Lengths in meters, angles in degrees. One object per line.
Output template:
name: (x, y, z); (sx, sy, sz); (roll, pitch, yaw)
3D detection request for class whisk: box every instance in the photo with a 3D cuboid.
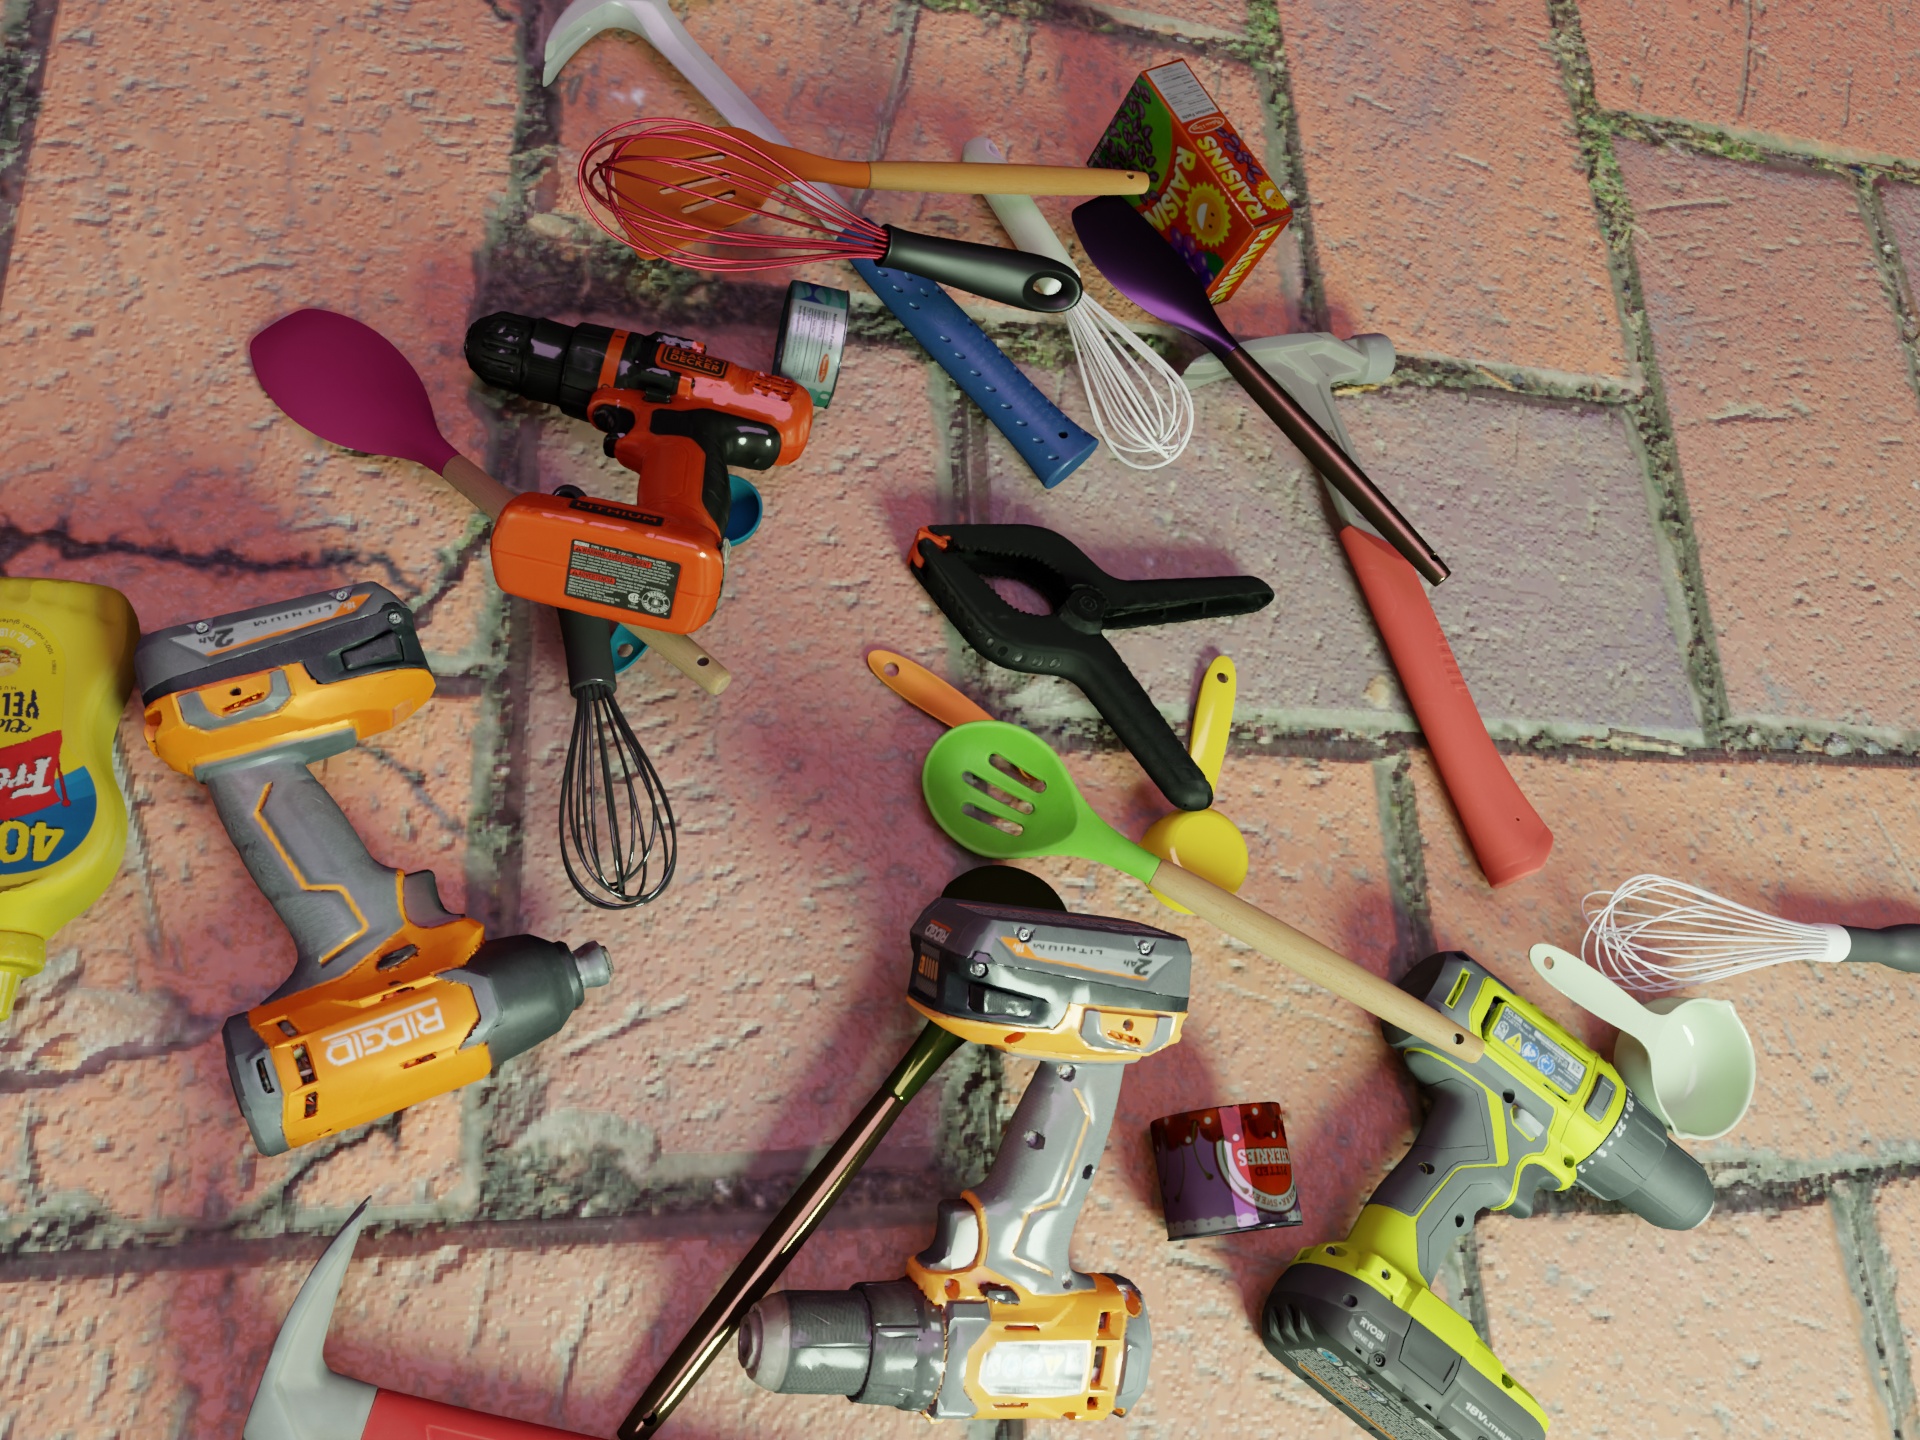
whisk: (-0.178, -0.017, 0.783); (0.055, 0.055, 0.239); (-5, 64, -19)
whisk: (0.065, -0.256, 0.960); (0.057, 0.059, 0.246); (-5, 61, -58)
whisk: (0.481, 0.127, 0.929); (0.284, 0.070, 0.070); (5, 68, -20)
whisk: (-0.059, -0.261, 0.858); (0.295, 0.073, 0.073); (6, 67, -28)

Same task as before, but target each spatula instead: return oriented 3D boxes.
spatula: (0.176, -0.198, 0.943); (0.060, 0.018, 0.316); (-35, 78, -30)
spatula: (-0.035, -0.310, 0.921); (0.322, 0.041, 0.081); (-7, 72, -24)

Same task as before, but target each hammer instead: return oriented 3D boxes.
hammer: (0.252, -0.071, 0.946); (0.149, 0.036, 0.359); (-12, 73, -21)
hammer: (-0.076, -0.292, 0.933); (0.144, 0.035, 0.405); (-40, 85, -26)
hammer: (-0.097, 0.318, 0.670); (0.386, 0.038, 0.143); (19, 82, -12)

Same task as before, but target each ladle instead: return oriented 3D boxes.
ladle: (-0.051, 0.198, 0.751); (0.078, 0.062, 0.320); (43, 70, -8)

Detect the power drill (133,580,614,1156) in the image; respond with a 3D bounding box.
power drill: (-0.263, 0.058, 0.715); (0.164, 0.084, 0.226); (-17, 79, -23)

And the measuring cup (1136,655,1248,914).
measuring cup: (0.138, 0.029, 0.874); (0.062, 0.029, 0.157); (18, 67, -10)

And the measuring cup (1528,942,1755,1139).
measuring cup: (0.361, 0.166, 0.868); (0.167, 0.038, 0.083); (34, 73, -14)

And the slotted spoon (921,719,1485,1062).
slotted spoon: (0.121, 0.092, 0.813); (0.314, 0.031, 0.070); (29, 81, 9)

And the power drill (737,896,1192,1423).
power drill: (0.005, 0.197, 0.706); (0.185, 0.084, 0.226); (9, 89, -21)

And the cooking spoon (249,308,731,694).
cooking spoon: (-0.236, -0.113, 0.796); (0.319, 0.017, 0.069); (38, 61, 12)

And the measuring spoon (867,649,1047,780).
measuring spoon: (-0.001, -0.003, 0.857); (0.117, 0.011, 0.021); (33, 68, 2)

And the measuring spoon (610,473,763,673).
measuring spoon: (-0.148, -0.074, 0.839); (0.042, 0.021, 0.129); (29, 72, 9)

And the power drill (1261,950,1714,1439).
power drill: (0.271, 0.255, 0.802); (0.190, 0.080, 0.228); (38, 61, 1)
